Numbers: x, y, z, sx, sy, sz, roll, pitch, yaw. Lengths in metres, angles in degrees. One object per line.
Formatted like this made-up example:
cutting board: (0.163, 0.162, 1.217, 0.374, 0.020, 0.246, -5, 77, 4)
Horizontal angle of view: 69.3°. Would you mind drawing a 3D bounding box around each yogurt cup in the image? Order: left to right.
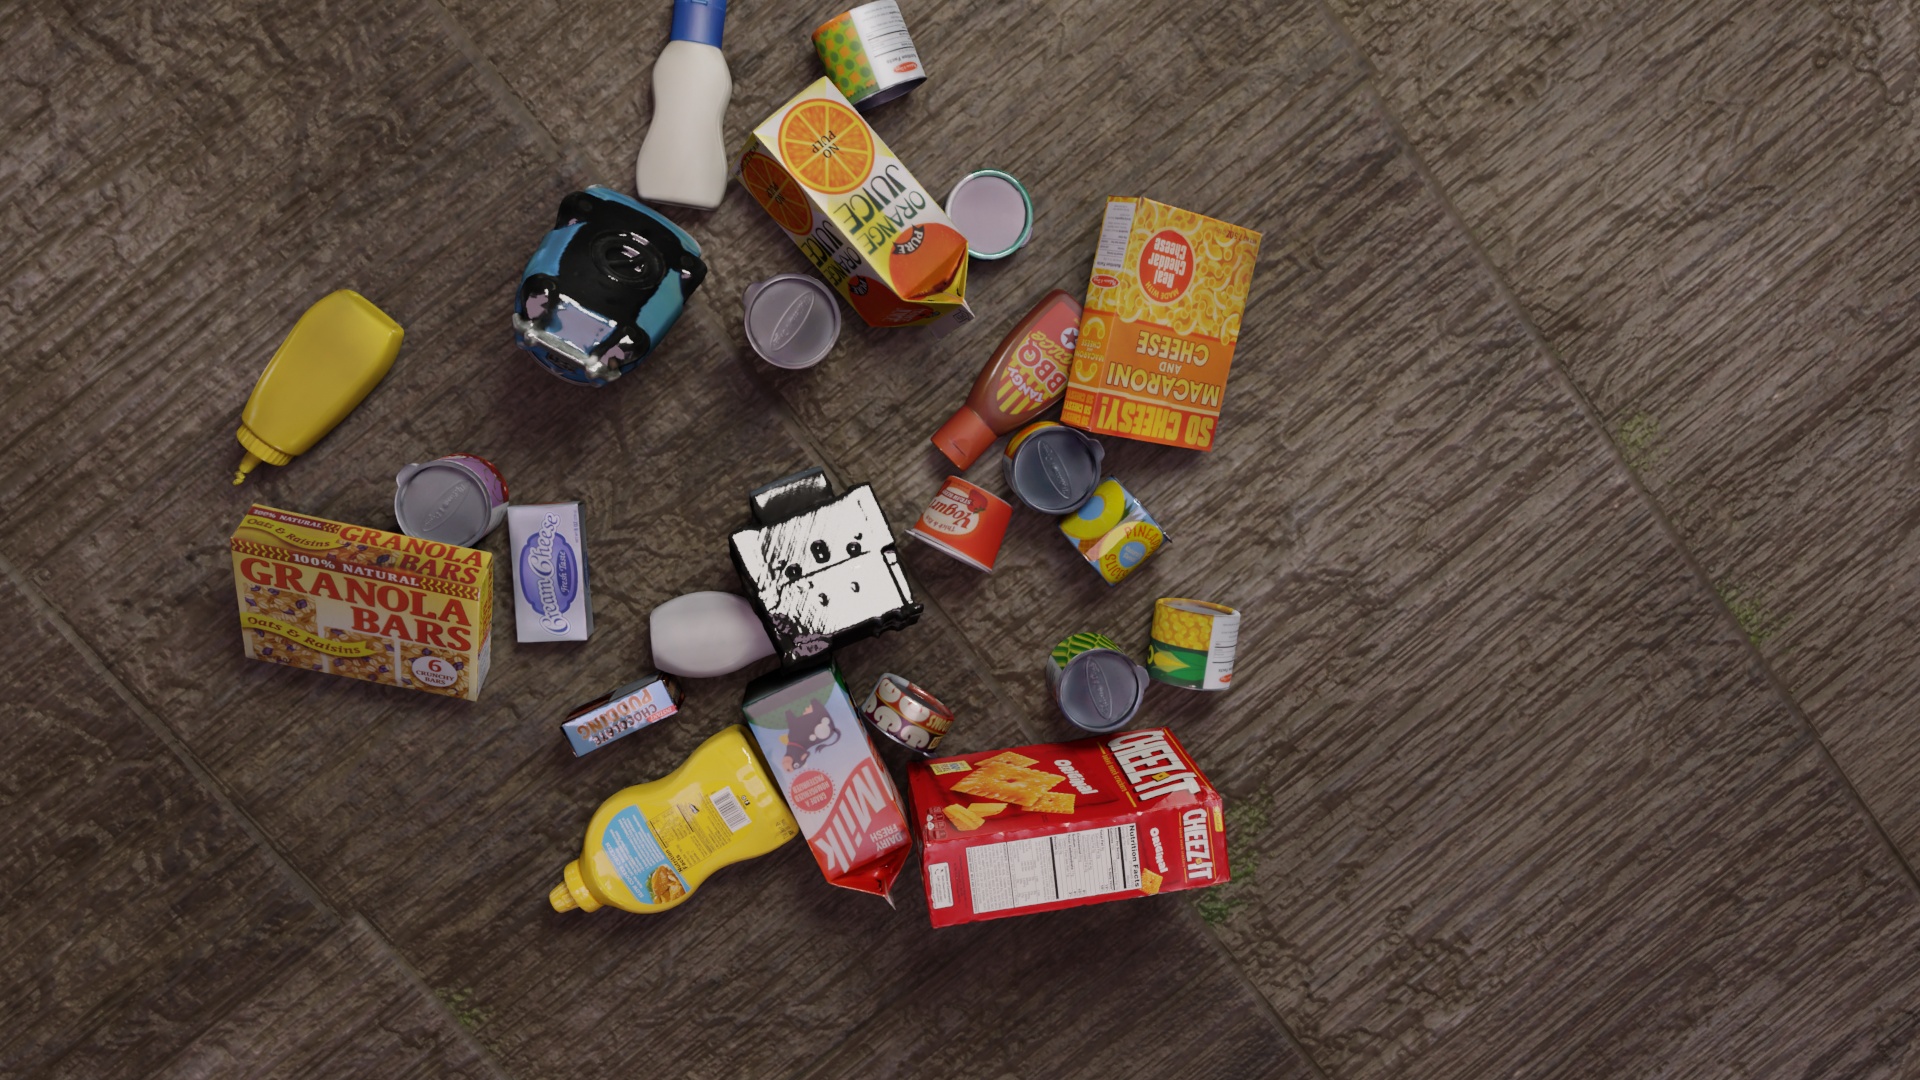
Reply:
yogurt cup: (0.004, -0.013, 1.038, 0.072, 0.072, 0.054, 28, 87, -9)

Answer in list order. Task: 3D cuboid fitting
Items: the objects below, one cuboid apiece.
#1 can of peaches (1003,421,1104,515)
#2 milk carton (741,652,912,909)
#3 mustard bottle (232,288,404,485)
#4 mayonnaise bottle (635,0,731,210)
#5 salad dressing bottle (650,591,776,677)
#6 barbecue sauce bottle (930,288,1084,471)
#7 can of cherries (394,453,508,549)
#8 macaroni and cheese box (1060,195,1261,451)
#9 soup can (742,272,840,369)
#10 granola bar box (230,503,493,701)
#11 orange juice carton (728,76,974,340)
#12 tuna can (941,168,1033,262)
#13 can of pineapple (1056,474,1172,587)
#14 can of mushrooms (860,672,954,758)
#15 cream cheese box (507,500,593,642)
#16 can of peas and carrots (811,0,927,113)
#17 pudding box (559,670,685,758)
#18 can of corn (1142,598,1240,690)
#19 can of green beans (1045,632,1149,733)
can of peaches: (0.069, -0.056, 1.040, 0.071, 0.058, 0.071, -1, 98, -6)
milk carton: (-0.091, 0.186, 1.052, 0.073, 0.072, 0.190, -25, 100, -2)
mustard bottle: (-0.466, -0.103, 0.985, 0.065, 0.049, 0.160, 41, 93, -10)
mayonnaise bottle: (-0.192, -0.312, 0.986, 0.065, 0.041, 0.148, 7, 97, -10)
salad dressing bottle: (-0.156, 0.067, 1.042, 0.148, 0.044, 0.064, -5, 76, -8)
barbecue sauce bottle: (0.042, -0.115, 1.036, 0.148, 0.044, 0.065, -45, 105, 2)
can of cherries: (-0.366, -0.030, 1.000, 0.071, 0.058, 0.071, -1, 99, -5)
macaroni and cheese box: (0.147, -0.156, 1.018, 0.124, 0.040, 0.166, 7, 99, -35)
soup can: (-0.121, -0.158, 0.993, 0.071, 0.084, 0.071, -1, 99, -6)
granola bar box: (-0.420, 0.046, 0.987, 0.166, 0.039, 0.123, 12, 131, -7)
orange juice carton: (-0.066, -0.222, 0.984, 0.192, 0.071, 0.073, 48, 68, -10)
tuna can: (0.022, -0.237, 1.021, 0.071, 0.033, 0.071, -1, 98, -5)
can of pineapple: (0.115, -0.006, 1.046, 0.058, 0.071, 0.071, -42, 100, 3)
can of mushrooms: (-0.038, 0.132, 1.052, 0.071, 0.071, 0.033, 32, 93, -9)
cream cheese box: (-0.305, 0.023, 1.032, 0.053, 0.024, 0.103, -3, 98, -4)
can of peas and carrots: (-0.067, -0.340, 0.982, 0.071, 0.071, 0.058, -23, 100, -2)
pudding box: (-0.252, 0.127, 1.039, 0.084, 0.050, 0.030, -24, 99, -2)
can of corn: (0.176, 0.078, 1.068, 0.071, 0.071, 0.058, 7, 97, -7)
can of green beans: (0.102, 0.108, 1.067, 0.071, 0.058, 0.071, -1, 99, -5)
